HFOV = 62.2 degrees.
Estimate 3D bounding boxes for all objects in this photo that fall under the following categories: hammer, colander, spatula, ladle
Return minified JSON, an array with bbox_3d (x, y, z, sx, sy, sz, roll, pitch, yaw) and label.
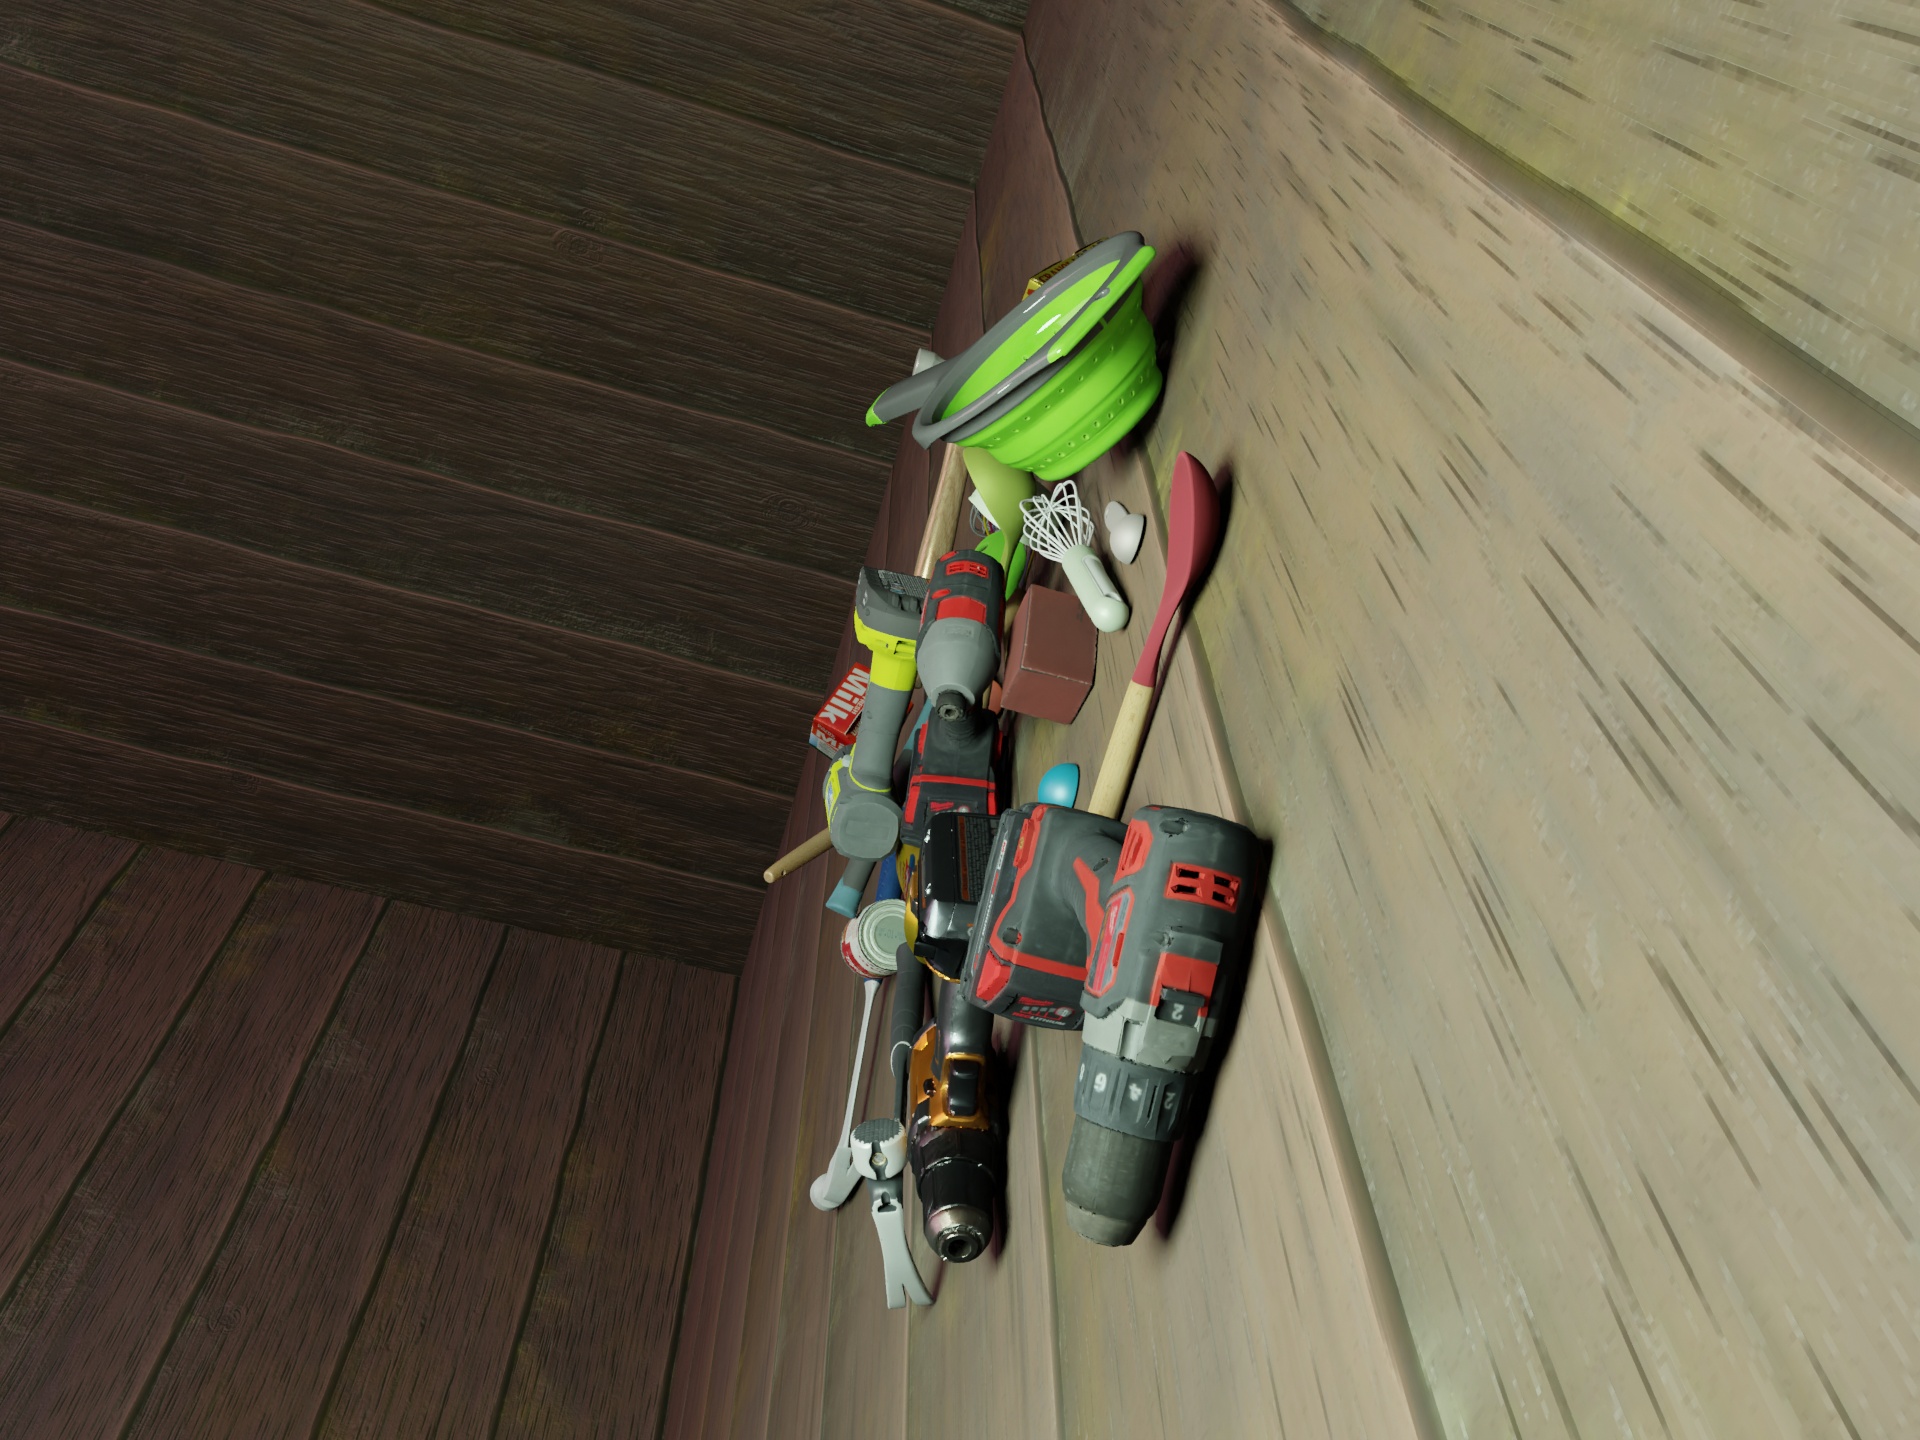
[{"bbox_3d":[-0.087,0.273,1.589,0.144,0.035,0.406,119,163,-60],"label":"hammer"},{"bbox_3d":[0.036,-0.234,1.171,0.204,0.094,0.397,-49,19,-16],"label":"colander"},{"bbox_3d":[-0.042,0.277,1.220,0.409,0.036,0.149,-88,-9,-73],"label":"hammer"},{"bbox_3d":[-0.016,-0.194,1.588,0.031,0.130,0.331,-153,76,-81],"label":"hammer"},{"bbox_3d":[-0.101,0.091,1.569,0.317,0.044,0.082,-31,-51,-53],"label":"spatula"},{"bbox_3d":[0.096,0.003,0.909,0.069,0.031,0.315,-96,20,-72],"label":"ladle"},{"bbox_3d":[-0.053,0.046,1.539,0.128,0.033,0.331,121,173,-62],"label":"hammer"},{"bbox_3d":[0.011,-0.067,1.288,0.078,0.062,0.320,-80,-1,-68],"label":"ladle"}]

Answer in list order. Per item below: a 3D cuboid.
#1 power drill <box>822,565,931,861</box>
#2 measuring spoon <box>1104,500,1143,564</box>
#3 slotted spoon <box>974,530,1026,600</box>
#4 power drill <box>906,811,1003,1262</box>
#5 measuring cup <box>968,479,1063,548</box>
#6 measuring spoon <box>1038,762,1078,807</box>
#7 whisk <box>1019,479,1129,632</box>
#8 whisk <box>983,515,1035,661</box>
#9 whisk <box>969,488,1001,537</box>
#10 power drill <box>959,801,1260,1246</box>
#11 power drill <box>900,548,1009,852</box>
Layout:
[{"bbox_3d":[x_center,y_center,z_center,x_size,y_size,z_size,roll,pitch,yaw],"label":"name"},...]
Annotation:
[{"bbox_3d":[-0.071,-0.011,1.380,0.191,0.080,0.228,-114,36,-72],"label":"power drill"},{"bbox_3d":[0.105,-0.135,1.093,0.124,0.018,0.034,-102,27,-72],"label":"measuring spoon"},{"bbox_3d":[-0.018,-0.104,1.437,0.314,0.031,0.070,154,124,-66],"label":"slotted spoon"},{"bbox_3d":[0.005,0.193,0.964,0.185,0.084,0.226,-93,9,-63],"label":"power drill"},{"bbox_3d":[0.043,-0.205,1.356,0.038,0.083,0.168,-53,28,23],"label":"measuring cup"},{"bbox_3d":[0.049,0.082,1.081,0.042,0.021,0.128,-90,18,-58],"label":"measuring spoon"},{"bbox_3d":[0.083,-0.116,1.121,0.059,0.057,0.247,-63,18,19],"label":"whisk"},{"bbox_3d":[0.045,-0.119,1.371,0.245,0.047,0.051,-89,17,-44],"label":"whisk"},{"bbox_3d":[0.067,-0.263,1.466,0.055,0.055,0.238,-86,19,-49],"label":"whisk"},{"bbox_3d":[0.065,0.129,0.761,0.227,0.080,0.188,-176,100,-78],"label":"power drill"},{"bbox_3d":[-0.002,-0.004,1.185,0.219,0.078,0.143,92,-176,-48],"label":"power drill"}]
